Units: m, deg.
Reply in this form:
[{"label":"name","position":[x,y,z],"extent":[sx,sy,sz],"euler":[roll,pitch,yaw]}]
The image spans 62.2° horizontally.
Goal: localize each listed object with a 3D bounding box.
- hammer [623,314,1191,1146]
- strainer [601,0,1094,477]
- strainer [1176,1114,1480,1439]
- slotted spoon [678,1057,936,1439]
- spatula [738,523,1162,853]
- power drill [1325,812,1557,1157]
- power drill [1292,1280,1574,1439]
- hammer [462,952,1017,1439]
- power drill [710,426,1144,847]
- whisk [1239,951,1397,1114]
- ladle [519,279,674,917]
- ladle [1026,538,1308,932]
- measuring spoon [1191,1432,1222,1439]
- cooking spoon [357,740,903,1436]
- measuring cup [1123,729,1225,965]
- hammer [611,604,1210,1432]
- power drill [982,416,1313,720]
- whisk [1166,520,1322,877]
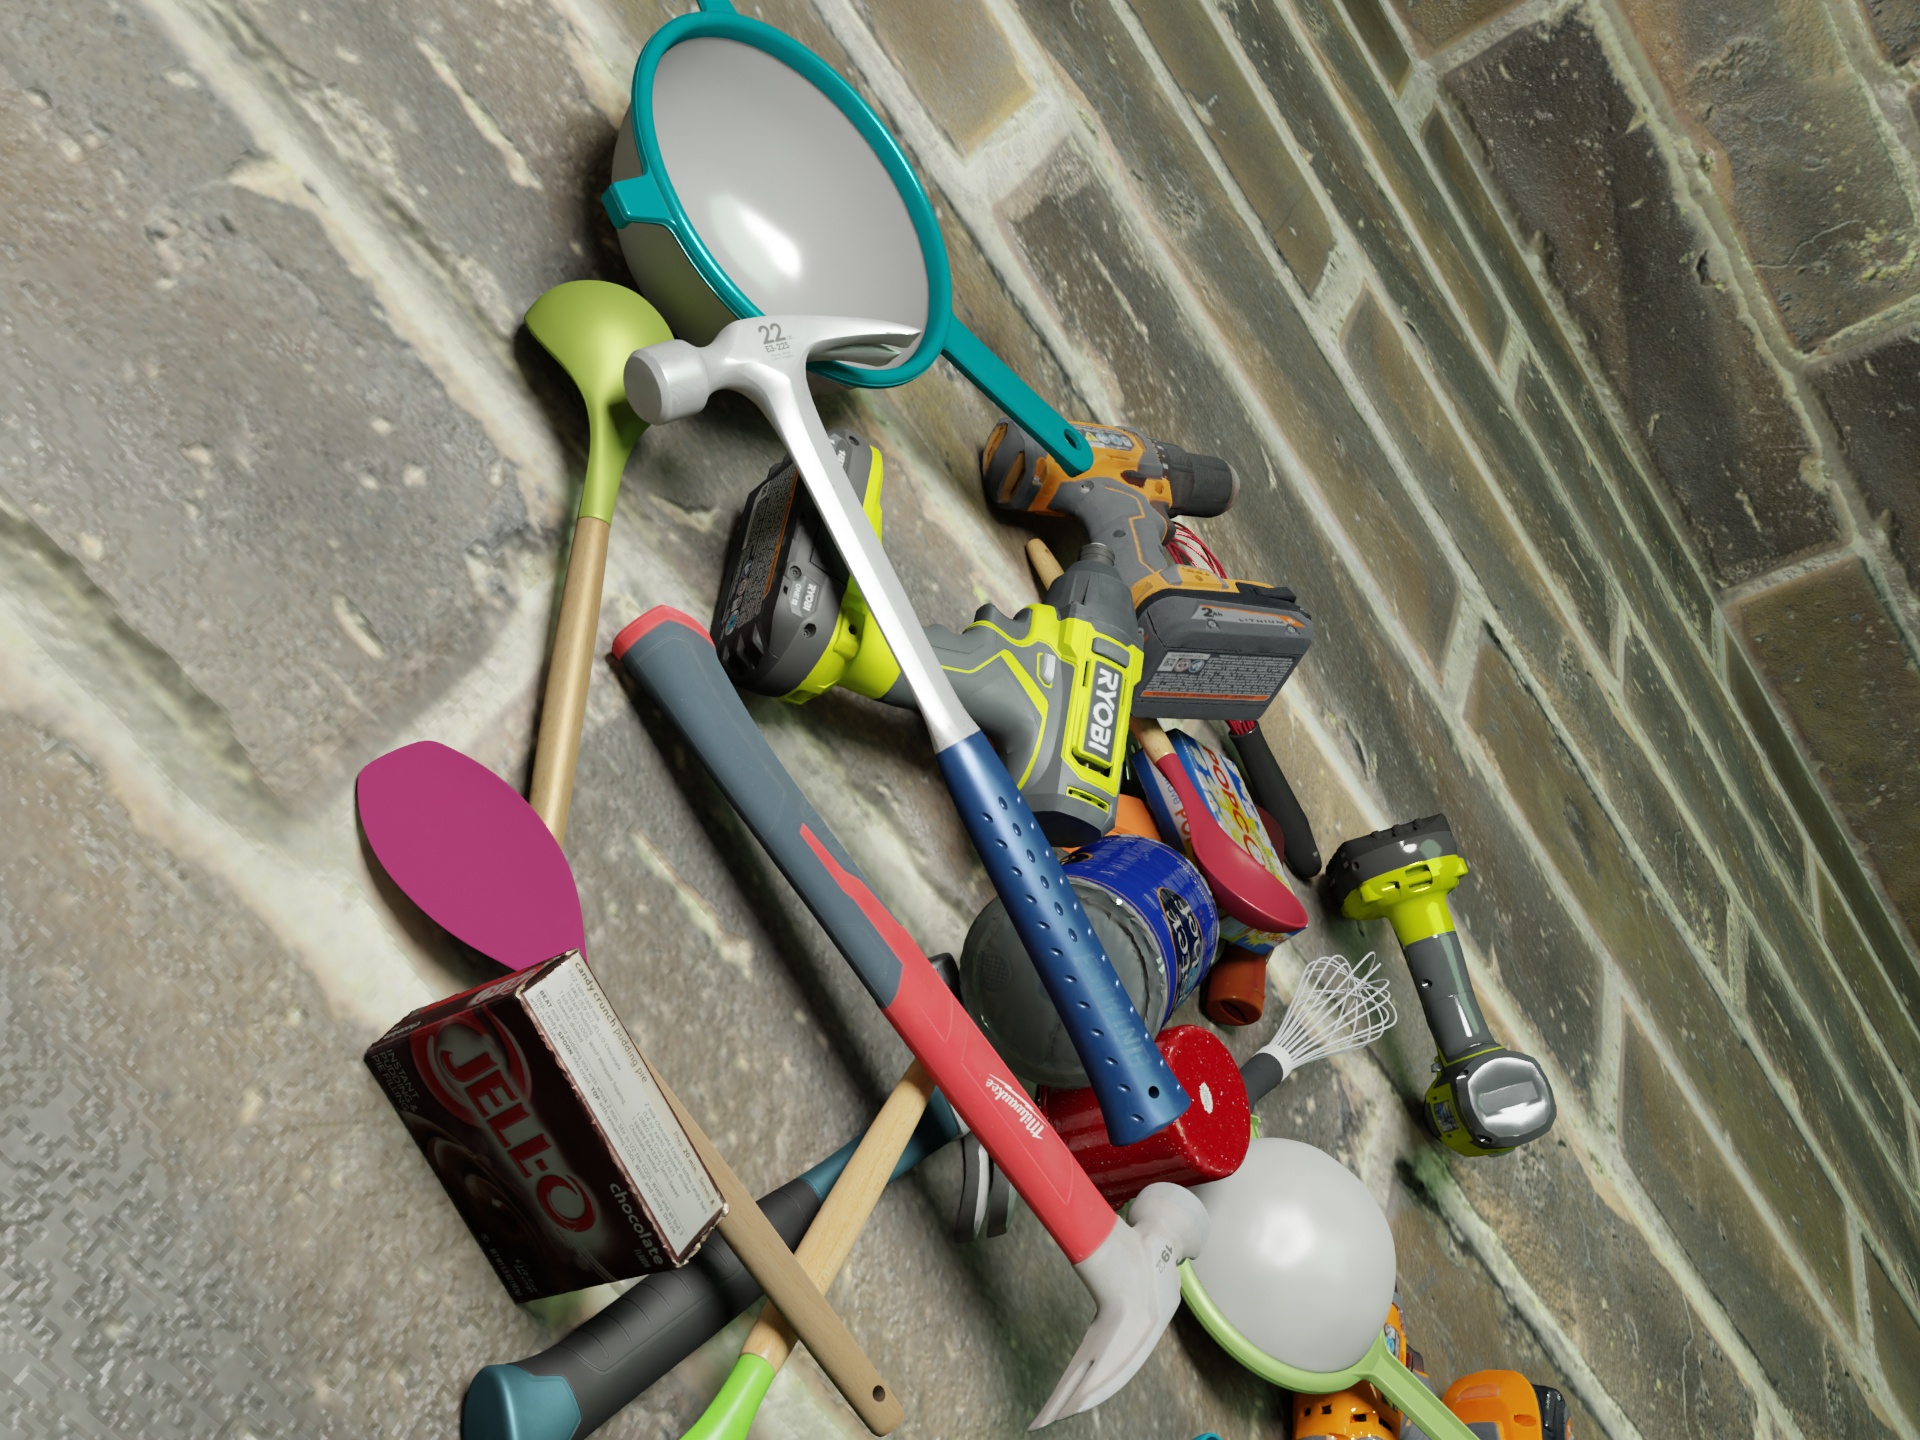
[{"label":"hammer","position":[-0.001,-0.002,0.721],"extent":[0.144,0.035,0.405],"euler":[-26,88,-36]},{"label":"strainer","position":[-0.065,-0.223,0.874],"extent":[0.340,0.095,0.211],"euler":[36,47,-34]},{"label":"strainer","position":[0.227,0.323,0.873],"extent":[0.256,0.069,0.151],"euler":[43,34,15]},{"label":"slotted spoon","position":[-0.066,0.231,0.615],"extent":[0.070,0.031,0.314],"euler":[42,36,-5]},{"label":"spatula","position":[0.001,-0.009,0.887],"extent":[0.322,0.041,0.081],"euler":[43,26,-27]},{"label":"power drill","position":[0.337,0.197,1.132],"extent":[0.190,0.080,0.229],"euler":[76,-2,-72]},{"label":"power drill","position":[0.287,0.417,0.978],"extent":[0.226,0.084,0.164],"euler":[41,42,-25]},{"label":"hammer","position":[-0.074,0.211,0.669],"extent":[0.331,0.033,0.128],"euler":[-22,87,-55]},{"label":"power drill","position":[-0.005,-0.050,0.818],"extent":[0.223,0.080,0.171],"euler":[24,61,-27]},{"label":"whisk","position":[0.208,0.205,1.002],"extent":[0.284,0.070,0.070],"euler":[-16,84,-56]},{"label":"ladle","position":[-0.173,-0.059,0.701],"extent":[0.078,0.062,0.320],"euler":[25,59,-41]},{"label":"ladle","position":[0.111,0.003,0.951],"extent":[0.069,0.031,0.316],"euler":[13,40,-47]},{"label":"measuring spoon","position":[0.147,0.421,0.852],"extent":[0.128,0.021,0.042],"euler":[51,36,-35]},{"label":"cooking spoon","position":[-0.123,0.138,0.604],"extent":[0.319,0.017,0.069],"euler":[52,39,5]},{"label":"measuring cup","position":[0.130,0.080,1.002],"extent":[0.083,0.038,0.168],"euler":[17,60,-47]},{"label":"hammer","position":[-0.038,0.116,0.698],"extent":[0.386,0.038,0.143],"euler":[53,35,2]},{"label":"power drill","position":[0.132,-0.103,0.995],"extent":[0.185,0.084,0.226],"euler":[1,44,-31]},{"label":"whisk","position":[0.192,-0.010,1.124],"extent":[0.295,0.073,0.073],"euler":[61,35,-18]}]
